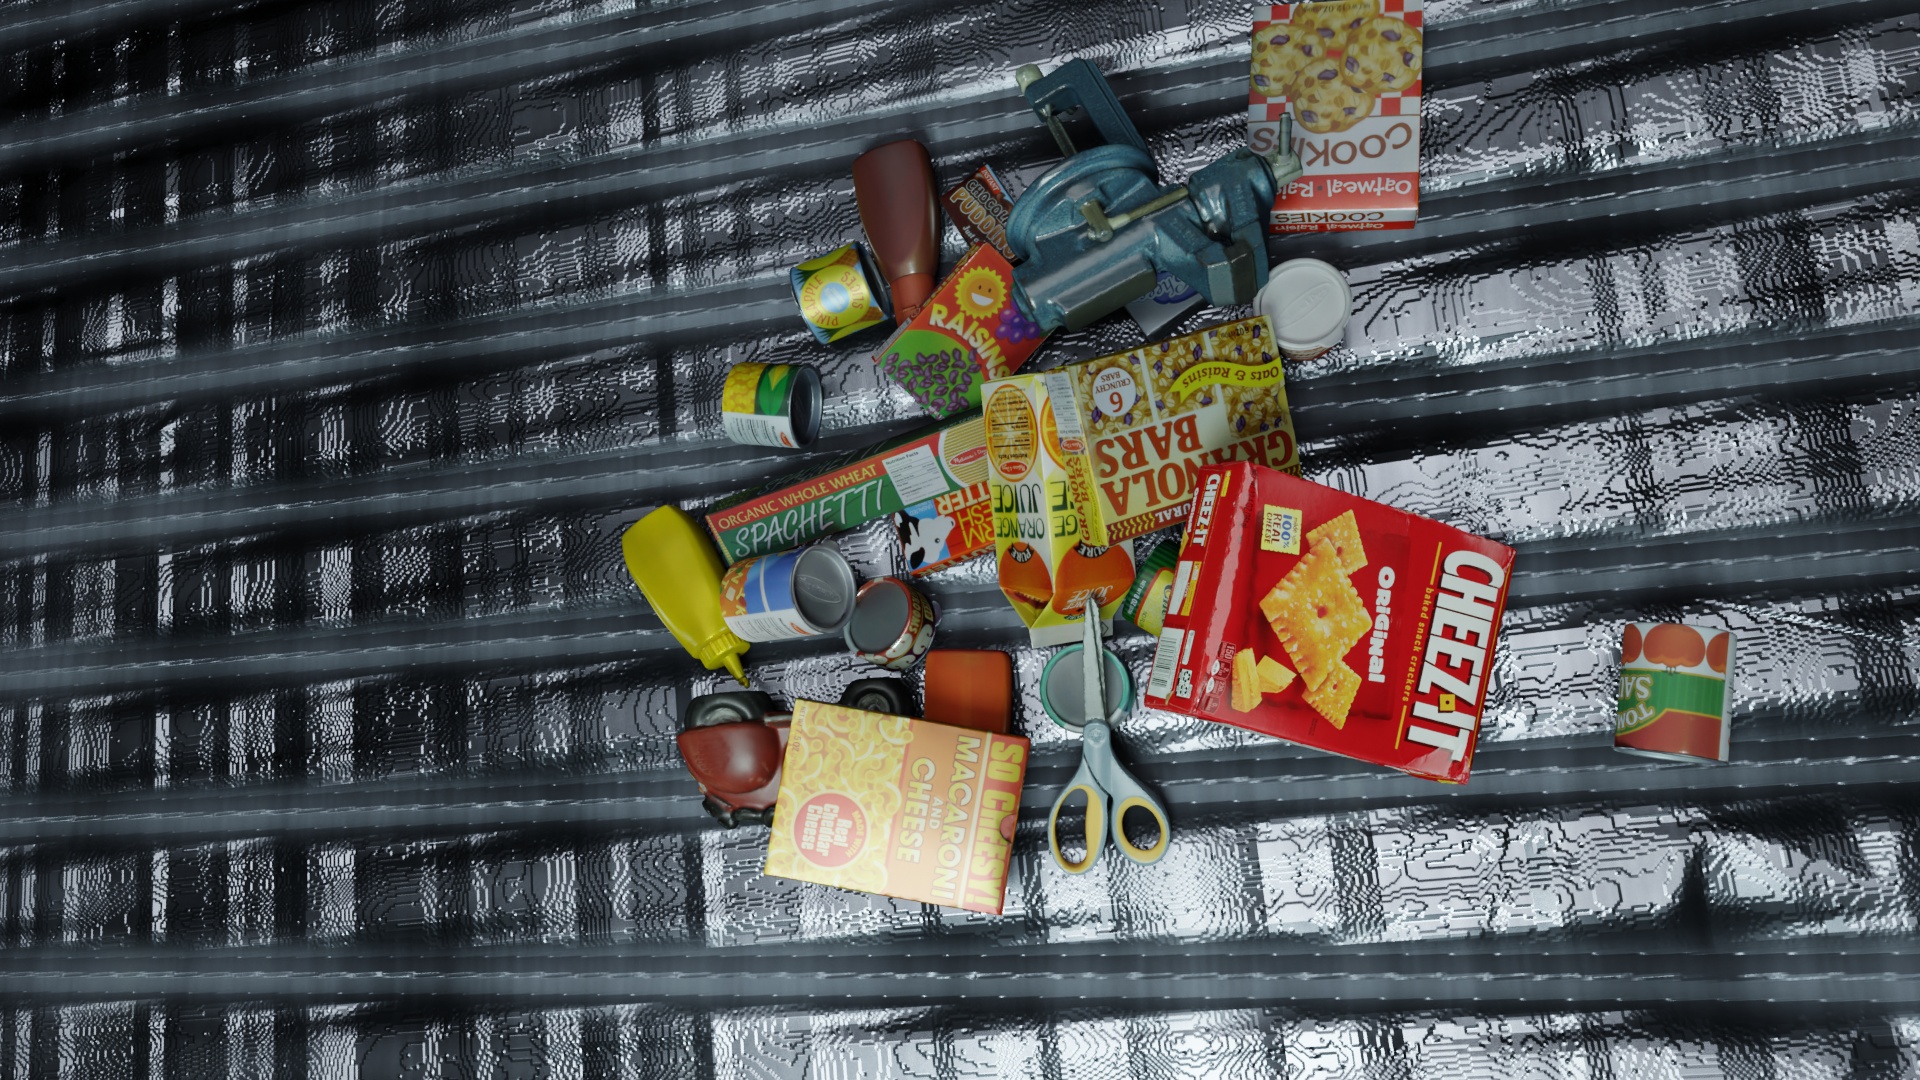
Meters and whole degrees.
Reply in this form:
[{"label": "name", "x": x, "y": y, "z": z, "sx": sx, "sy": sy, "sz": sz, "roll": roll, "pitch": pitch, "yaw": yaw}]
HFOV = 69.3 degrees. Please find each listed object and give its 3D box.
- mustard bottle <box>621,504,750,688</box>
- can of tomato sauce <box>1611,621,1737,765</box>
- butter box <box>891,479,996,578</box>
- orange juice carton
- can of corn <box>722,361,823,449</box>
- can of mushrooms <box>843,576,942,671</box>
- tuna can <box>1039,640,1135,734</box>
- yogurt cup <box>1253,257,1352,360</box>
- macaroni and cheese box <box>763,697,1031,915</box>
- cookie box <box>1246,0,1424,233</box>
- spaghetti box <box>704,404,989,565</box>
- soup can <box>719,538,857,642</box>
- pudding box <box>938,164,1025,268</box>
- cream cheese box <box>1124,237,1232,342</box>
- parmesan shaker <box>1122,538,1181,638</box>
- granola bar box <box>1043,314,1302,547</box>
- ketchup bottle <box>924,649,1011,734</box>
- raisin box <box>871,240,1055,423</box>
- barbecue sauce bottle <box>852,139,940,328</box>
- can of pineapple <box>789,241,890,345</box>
[{"label": "mustard bottle", "x": -0.205, "y": 0.050, "z": 1.085, "sx": 0.065, "sy": 0.049, "sz": 0.160, "roll": -34, "pitch": 74, "yaw": 7}, {"label": "can of tomato sauce", "x": 0.456, "y": 0.098, "z": 0.890, "sx": 0.071, "sy": 0.071, "sz": 0.083, "roll": 7, "pitch": 82, "yaw": 16}, {"label": "butter box", "x": 0.004, "y": -0.013, "z": 1.053, "sx": 0.103, "sy": 0.024, "sz": 0.053, "roll": -20, "pitch": 75, "yaw": 11}, {"label": "orange juice carton", "x": 0.071, "y": -0.022, "z": 0.985, "sx": 0.072, "sy": 0.073, "sz": 0.192, "roll": -8, "pitch": 95, "yaw": -30}, {"label": "can of corn", "x": -0.146, "y": -0.108, "z": 1.090, "sx": 0.058, "sy": 0.071, "sz": 0.071, "roll": 5, "pitch": 82, "yaw": 16}, {"label": "can of mushrooms", "x": -0.051, "y": 0.061, "z": 1.039, "sx": 0.071, "sy": 0.033, "sz": 0.071, "roll": -16, "pitch": 60, "yaw": 30}, {"label": "tuna can", "x": 0.091, "y": 0.105, "z": 1.004, "sx": 0.071, "sy": 0.033, "sz": 0.071, "roll": -2, "pitch": 80, "yaw": 14}, {"label": "yogurt cup", "x": 0.247, "y": -0.163, "z": 0.999, "sx": 0.072, "sy": 0.054, "sz": 0.072, "roll": -3, "pitch": 80, "yaw": 15}, {"label": "macaroni and cheese box", "x": -0.043, "y": 0.184, "z": 0.966, "sx": 0.166, "sy": 0.040, "sz": 0.124, "roll": 9, "pitch": 84, "yaw": 2}, {"label": "cookie box", "x": 0.276, "y": -0.313, "z": 1.026, "sx": 0.123, "sy": 0.040, "sz": 0.167, "roll": 2, "pitch": 80, "yaw": 15}, {"label": "spaghetti box", "x": -0.075, "y": -0.042, "z": 1.056, "sx": 0.250, "sy": 0.029, "sz": 0.050, "roll": -18, "pitch": 114, "yaw": 16}, {"label": "soup can", "x": -0.129, "y": 0.038, "z": 1.044, "sx": 0.083, "sy": 0.071, "sz": 0.071, "roll": -10, "pitch": 77, "yaw": 41}, {"label": "pudding box", "x": 0.026, "y": -0.245, "z": 1.086, "sx": 0.049, "sy": 0.030, "sz": 0.084, "roll": -33, "pitch": 74, "yaw": 7}, {"label": "cream cheese box", "x": 0.170, "y": -0.198, "z": 1.042, "sx": 0.104, "sy": 0.024, "sz": 0.053, "roll": -34, "pitch": 75, "yaw": 7}, {"label": "parmesan shaker", "x": 0.172, "y": 0.053, "z": 0.976, "sx": 0.103, "sy": 0.071, "sz": 0.071, "roll": 29, "pitch": 89, "yaw": 18}, {"label": "granola bar box", "x": 0.150, "y": -0.077, "z": 0.954, "sx": 0.166, "sy": 0.039, "sz": 0.124, "roll": -17, "pitch": 100, "yaw": -22}, {"label": "ketchup bottle", "x": 0.005, "y": 0.154, "z": 1.013, "sx": 0.065, "sy": 0.043, "sz": 0.149, "roll": -1, "pitch": 80, "yaw": 11}, {"label": "raisin box", "x": 0.006, "y": -0.153, "z": 1.050, "sx": 0.086, "sy": 0.040, "sz": 0.123, "roll": 42, "pitch": 96, "yaw": -13}, {"label": "barbecue sauce bottle", "x": -0.044, "y": -0.238, "z": 1.096, "sx": 0.065, "sy": 0.043, "sz": 0.149, "roll": -15, "pitch": 77, "yaw": 20}, {"label": "can of pineapple", "x": -0.094, "y": -0.194, "z": 1.089, "sx": 0.058, "sy": 0.071, "sz": 0.071, "roll": -21, "pitch": 76, "yaw": 11}]
